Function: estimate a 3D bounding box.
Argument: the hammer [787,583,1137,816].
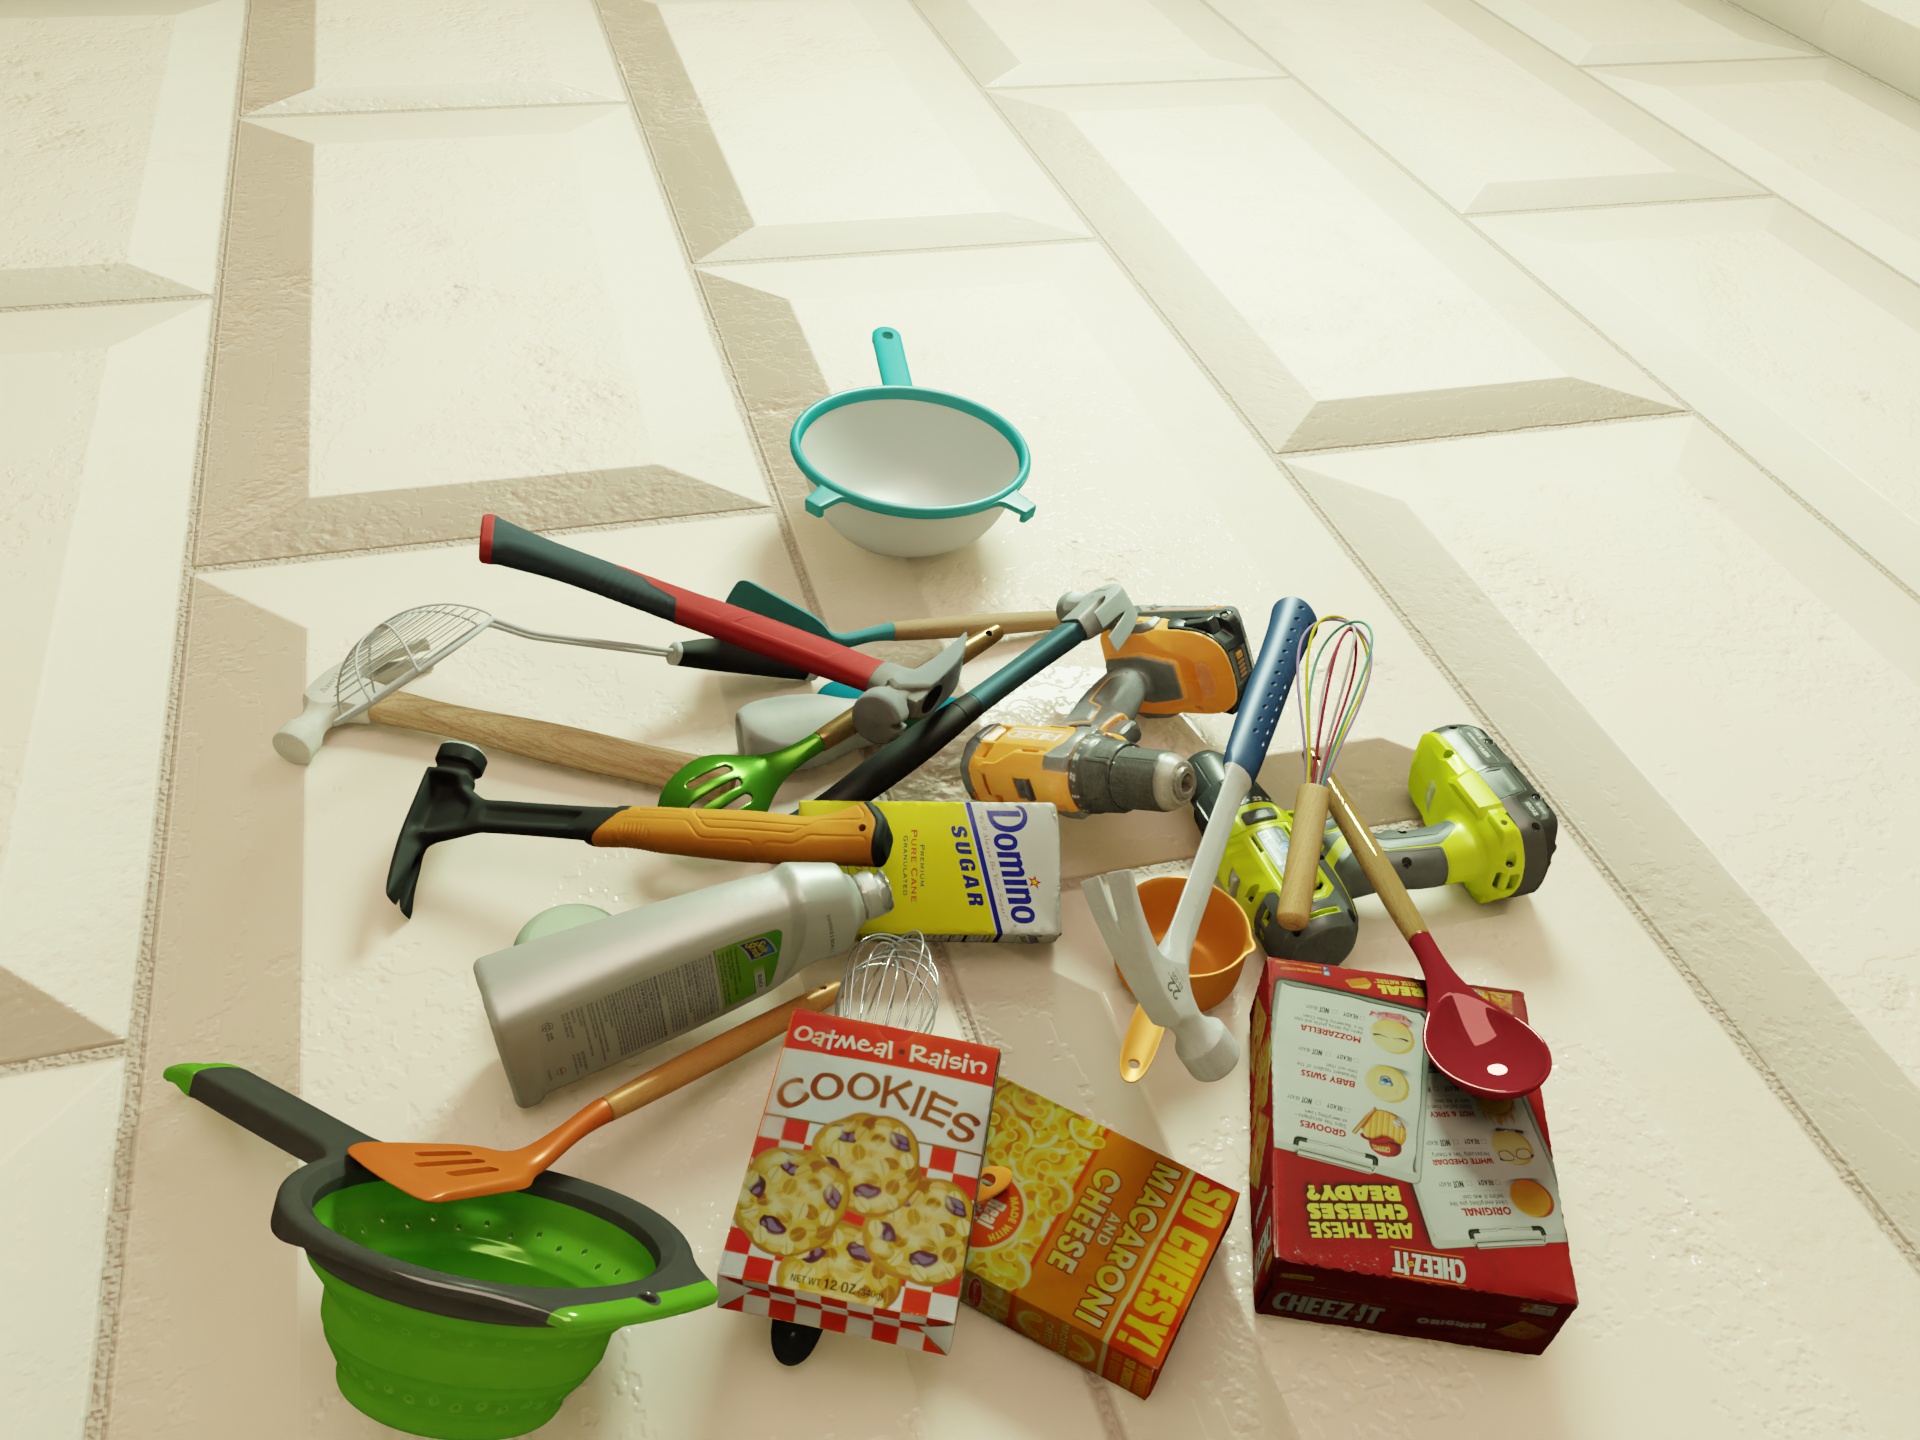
[{"bbox_3d":[-0.002,-0.004,1.166,0.331,0.033,0.128,-36,13,-19],"label":"hammer"}]

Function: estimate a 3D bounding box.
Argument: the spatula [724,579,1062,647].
[{"bbox_3d":[-0.033,-0.085,1.294,0.317,0.082,0.044,-5,68,-23],"label":"spatula"}]

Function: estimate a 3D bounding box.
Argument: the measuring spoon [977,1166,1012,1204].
[{"bbox_3d":[-0.025,0.266,0.875,0.117,0.011,0.021,-14,46,-17],"label":"measuring spoon"}]

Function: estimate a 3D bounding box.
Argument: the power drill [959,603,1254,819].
[{"bbox_3d":[0.133,-0.003,1.168,0.185,0.084,0.226,4,33,44],"label":"power drill"}]

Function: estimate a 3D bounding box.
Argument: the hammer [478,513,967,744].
[{"bbox_3d":[-0.186,-0.085,1.180,0.386,0.038,0.143,20,30,17],"label":"hammer"}]

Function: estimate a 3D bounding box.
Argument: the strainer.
[{"bbox_3d":[-0.056,-0.247,1.458,0.211,0.095,0.341,0,39,-10],"label":"strainer"}]

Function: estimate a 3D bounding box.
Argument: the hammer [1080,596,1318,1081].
[{"bbox_3d":[0.180,0.039,1.057,0.035,0.144,0.406,-19,27,36],"label":"hammer"}]

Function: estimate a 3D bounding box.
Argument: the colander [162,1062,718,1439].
[{"bbox_3d":[-0.309,0.276,0.836,0.397,0.094,0.204,12,-3,34],"label":"colander"}]

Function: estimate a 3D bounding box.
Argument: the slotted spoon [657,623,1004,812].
[{"bbox_3d":[-0.085,0.002,1.165,0.314,0.031,0.070,-32,75,-29],"label":"slotted spoon"}]

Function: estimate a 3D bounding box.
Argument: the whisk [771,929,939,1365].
[{"bbox_3d":[-0.063,0.238,0.933,0.070,0.070,0.285,10,46,5],"label":"whisk"}]

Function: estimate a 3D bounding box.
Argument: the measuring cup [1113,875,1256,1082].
[{"bbox_3d":[0.130,0.178,1.024,0.095,0.052,0.174,17,44,13],"label":"measuring cup"}]

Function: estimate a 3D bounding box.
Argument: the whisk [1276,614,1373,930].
[{"bbox_3d":[0.247,0.030,1.080,0.051,0.047,0.245,-7,54,37],"label":"whisk"}]

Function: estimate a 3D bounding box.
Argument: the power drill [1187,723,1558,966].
[{"bbox_3d":[0.284,0.076,1.138,0.228,0.080,0.191,-12,44,-15],"label":"power drill"}]

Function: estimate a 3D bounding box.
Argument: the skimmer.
[{"bbox_3d":[-0.269,-0.027,1.171,0.363,0.127,0.090,5,80,-32],"label":"skimmer"}]

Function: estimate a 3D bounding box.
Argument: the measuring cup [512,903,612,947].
[{"bbox_3d":[-0.209,0.142,1.037,0.167,0.038,0.083,-13,44,-17],"label":"measuring cup"}]

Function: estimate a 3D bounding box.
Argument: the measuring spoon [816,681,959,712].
[{"bbox_3d":[-0.051,-0.018,1.248,0.128,0.021,0.042,0,42,-4],"label":"measuring spoon"}]

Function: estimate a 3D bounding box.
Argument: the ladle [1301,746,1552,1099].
[{"bbox_3d":[0.280,0.120,1.013,0.069,0.031,0.316,-9,40,-9],"label":"ladle"}]

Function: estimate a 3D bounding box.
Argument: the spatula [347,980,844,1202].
[{"bbox_3d":[-0.186,0.206,0.917,0.081,0.041,0.322,12,22,40],"label":"spatula"}]

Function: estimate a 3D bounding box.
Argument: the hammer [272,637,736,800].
[{"bbox_3d":[-0.326,0.010,1.182,0.331,0.031,0.130,12,42,7],"label":"hammer"}]

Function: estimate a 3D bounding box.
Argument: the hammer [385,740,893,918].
[{"bbox_3d":[-0.210,0.077,1.047,0.337,0.034,0.127,2,55,13],"label":"hammer"}]
